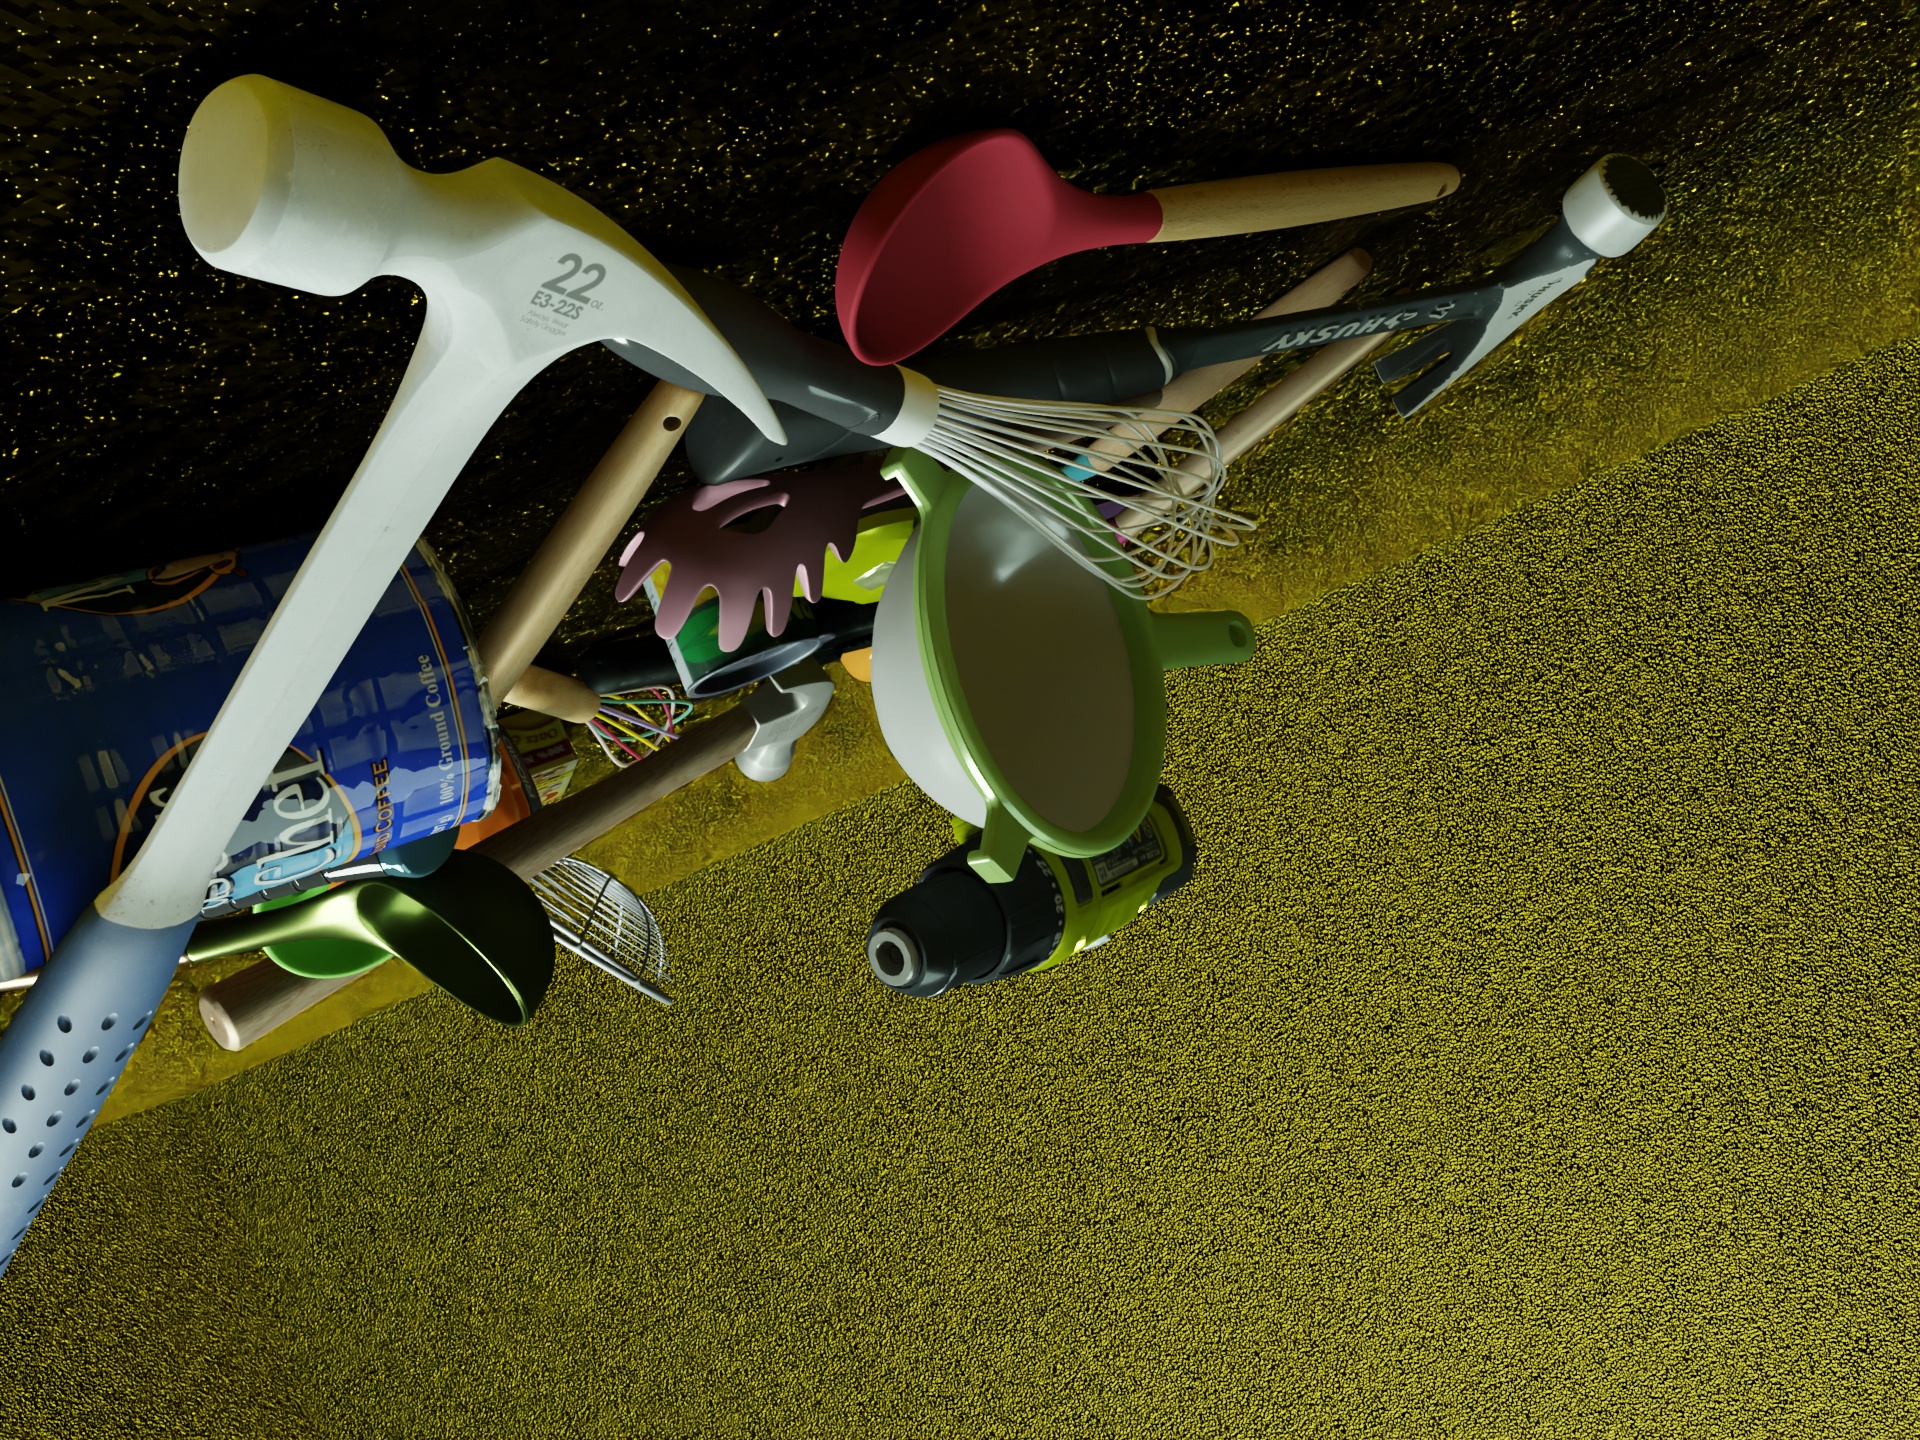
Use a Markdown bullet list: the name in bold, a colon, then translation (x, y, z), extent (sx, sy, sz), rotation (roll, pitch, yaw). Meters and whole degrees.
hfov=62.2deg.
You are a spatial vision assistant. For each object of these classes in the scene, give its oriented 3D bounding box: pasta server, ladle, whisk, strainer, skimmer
- **pasta server**: translation (-0.007, -0.097, 0.629), extent (0.316, 0.060, 0.040), rotation (-28, 149, -48)
- **ladle**: translation (-0.307, 0.094, 0.576), extent (0.320, 0.062, 0.078), rotation (-7, 139, -2)
- **whisk**: translation (0.003, -0.090, 0.496), extent (0.070, 0.070, 0.284), rotation (-27, 157, 36)
- **strainer**: translation (0.040, -0.024, 0.633), extent (0.069, 0.151, 0.256), rotation (-15, 176, 33)
- **ladle**: translation (0.075, -0.161, 0.500), extent (0.315, 0.031, 0.069), rotation (-22, 151, -41)
- **skimmer**: translation (-0.340, 0.130, 0.856), extent (0.363, 0.090, 0.127), rotation (-6, 170, -6)
- **whisk**: translation (-0.195, -0.005, 0.864), extent (0.051, 0.047, 0.245), rotation (-15, 172, 5)

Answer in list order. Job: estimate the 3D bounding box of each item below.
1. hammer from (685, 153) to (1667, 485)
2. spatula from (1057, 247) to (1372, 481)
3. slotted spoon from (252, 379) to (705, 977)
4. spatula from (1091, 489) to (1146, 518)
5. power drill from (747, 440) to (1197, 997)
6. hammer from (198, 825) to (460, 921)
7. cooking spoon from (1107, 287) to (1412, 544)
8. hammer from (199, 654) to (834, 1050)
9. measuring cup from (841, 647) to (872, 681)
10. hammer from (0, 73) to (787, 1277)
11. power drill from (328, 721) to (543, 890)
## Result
- **hammer**: translation (0.087, -0.141, 0.612), extent (0.409, 0.036, 0.149), rotation (-17, 166, -28)
- **spatula**: translation (0.091, -0.133, 0.785), extent (0.082, 0.044, 0.317), rotation (-34, -179, -37)
- **slotted spoon**: translation (-0.172, -0.006, 0.564), extent (0.070, 0.031, 0.313), rotation (14, 131, -38)
- **spatula**: translation (0.018, -0.105, 0.901), extent (0.060, 0.018, 0.316), rotation (-19, 180, 44)
- **power drill**: translation (-0.001, -0.002, 0.677), extent (0.080, 0.228, 0.190), rotation (-27, 174, 38)
- **hammer**: translation (-0.335, 0.075, 0.535), extent (0.331, 0.033, 0.128), rotation (-15, -148, -4)
- **cooking spoon**: translation (0.105, -0.118, 0.836), extent (0.319, 0.017, 0.069), rotation (-37, -179, 25)
- **hammer**: translation (-0.188, 0.051, 0.739), extent (0.331, 0.031, 0.130), rotation (-32, 166, -37)
- **measuring cup**: translation (-0.060, -0.044, 0.994), extent (0.095, 0.052, 0.173), rotation (-18, 171, -43)
- **hammer**: translation (-0.194, 0.040, 0.401), extent (0.405, 0.035, 0.144), rotation (-50, 152, 23)
- **power drill**: translation (-0.296, 0.046, 0.706), extent (0.164, 0.084, 0.226), rotation (-28, 171, 3)
